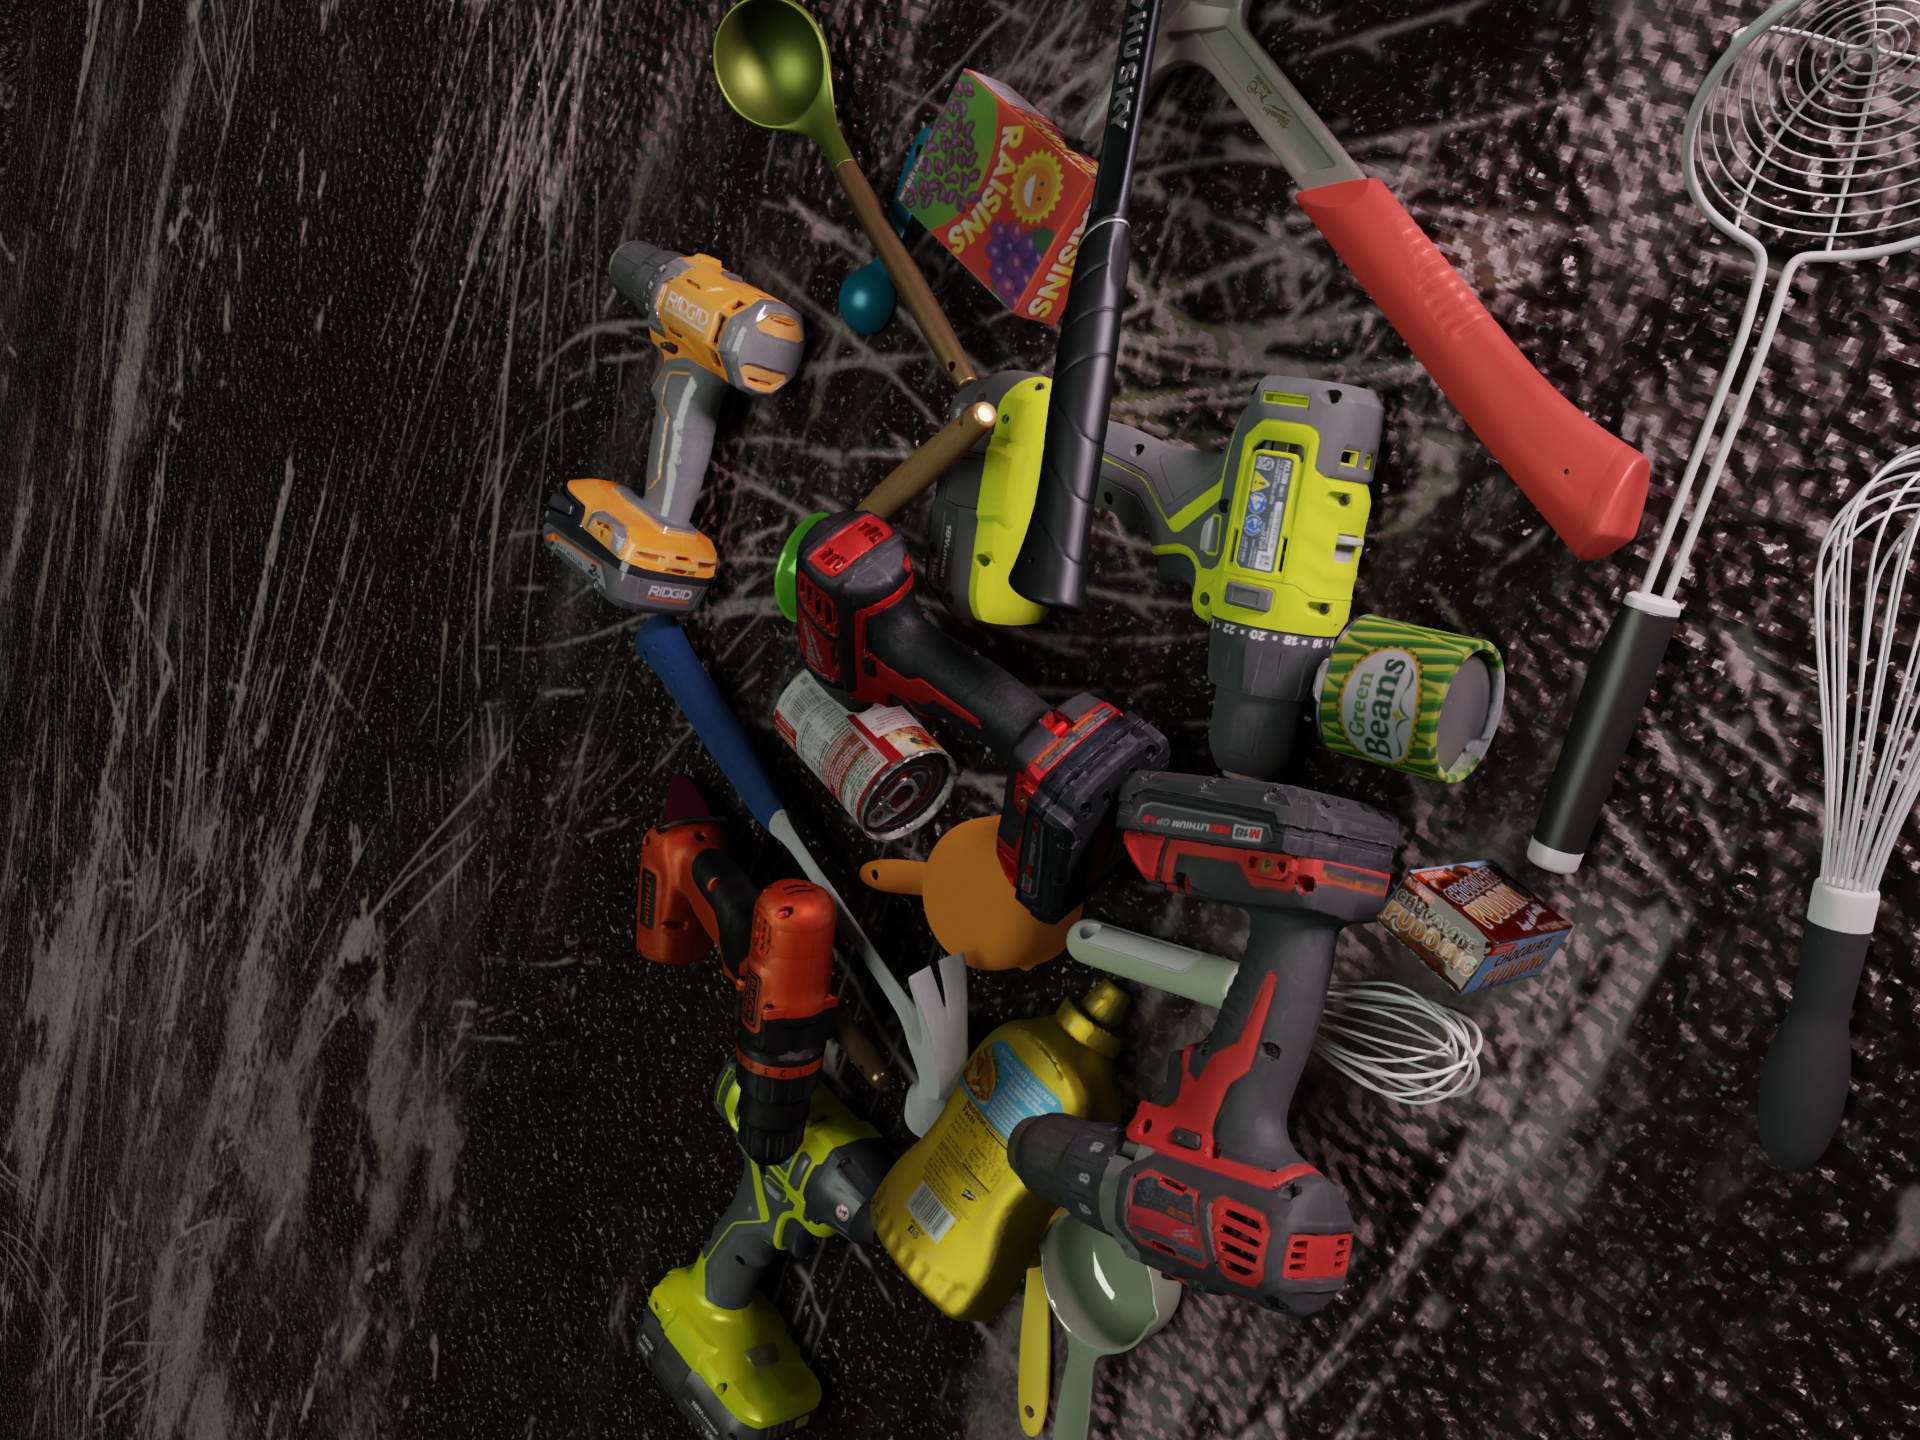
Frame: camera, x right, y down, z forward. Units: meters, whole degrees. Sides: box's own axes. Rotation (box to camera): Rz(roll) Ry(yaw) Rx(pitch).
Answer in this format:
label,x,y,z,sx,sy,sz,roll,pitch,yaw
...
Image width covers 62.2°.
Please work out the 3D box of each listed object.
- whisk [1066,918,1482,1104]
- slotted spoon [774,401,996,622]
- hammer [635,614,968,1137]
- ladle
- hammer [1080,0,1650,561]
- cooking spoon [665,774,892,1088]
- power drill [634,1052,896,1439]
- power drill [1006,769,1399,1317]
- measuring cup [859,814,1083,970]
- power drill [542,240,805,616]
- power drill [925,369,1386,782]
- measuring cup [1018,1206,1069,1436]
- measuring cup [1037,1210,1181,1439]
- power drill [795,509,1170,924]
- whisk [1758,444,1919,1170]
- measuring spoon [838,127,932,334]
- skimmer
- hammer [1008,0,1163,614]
label,x,y,z,sx,sy,sz,roll,pitch,yaw
whisk,0.145,0.135,0.787,0.246,0.058,0.059,11,131,46
slotted spoon,-0.047,-0.117,0.898,0.314,0.031,0.070,155,119,-65
hammer,-0.108,0.068,1.003,0.406,0.035,0.144,51,151,34
ladle,-0.067,-0.314,0.945,0.078,0.062,0.320,-44,58,31
hammer,0.188,-0.215,0.740,0.149,0.036,0.359,-45,62,34
cooking spoon,-0.126,0.131,1.026,0.319,0.017,0.068,43,129,45
power drill,-0.116,0.344,1.017,0.171,0.080,0.223,36,111,38
power drill,0.106,0.141,0.742,0.188,0.080,0.227,4,83,50
measuring cup,-0.012,0.097,0.924,0.174,0.052,0.095,0,92,41
power drill,-0.209,-0.208,1.085,0.185,0.084,0.226,38,111,36
power drill,0.093,-0.084,0.807,0.229,0.080,0.190,18,103,39
measuring cup,0.035,0.331,0.902,0.062,0.029,0.156,1,89,43
measuring cup,0.077,0.339,0.861,0.083,0.038,0.167,18,106,41
power drill,-0.001,-0.003,0.841,0.220,0.078,0.143,41,153,22
whisk,0.338,0.039,0.599,0.070,0.070,0.284,17,108,41
measuring spoon,-0.046,-0.298,0.966,0.042,0.021,0.128,38,115,36
skimmer,0.296,-0.094,0.606,0.127,0.090,0.363,13,109,-2
hammer,0.077,-0.250,0.768,0.149,0.036,0.409,1,79,50
